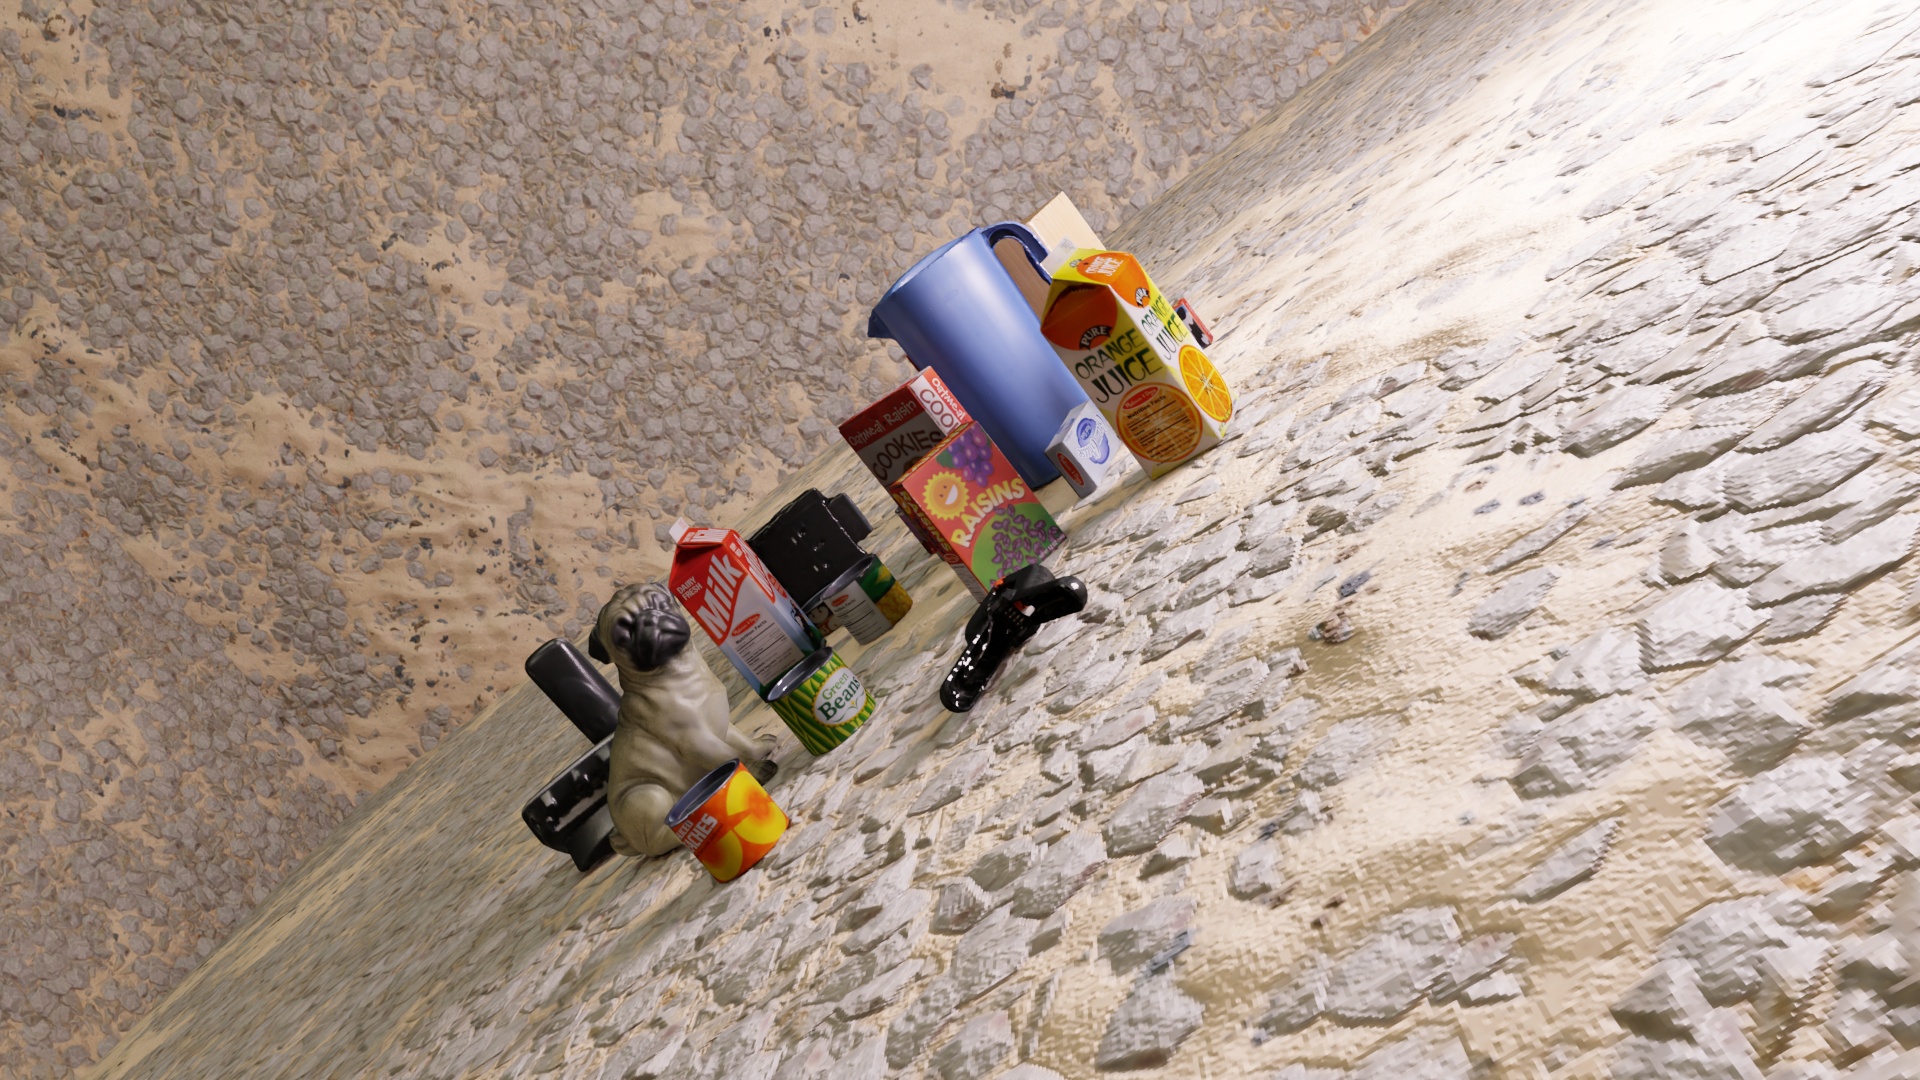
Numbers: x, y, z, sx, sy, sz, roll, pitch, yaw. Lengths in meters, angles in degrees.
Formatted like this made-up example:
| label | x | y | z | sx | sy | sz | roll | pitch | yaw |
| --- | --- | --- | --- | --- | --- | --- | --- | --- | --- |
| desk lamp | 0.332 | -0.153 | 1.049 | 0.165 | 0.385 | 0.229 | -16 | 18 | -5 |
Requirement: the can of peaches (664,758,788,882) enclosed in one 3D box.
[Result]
| label | x | y | z | sx | sy | sz | roll | pitch | yaw |
| --- | --- | --- | --- | --- | --- | --- | --- | --- | --- |
| can of peaches | -0.164 | 0.197 | 0.969 | 0.071 | 0.058 | 0.071 | -37 | 11 | 8 |

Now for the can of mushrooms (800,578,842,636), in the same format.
| label | x | y | z | sx | sy | sz | roll | pitch | yaw |
| --- | --- | --- | --- | --- | --- | --- | --- | --- | --- |
| can of mushrooms | -0.138 | 0.072 | 1.456 | 0.071 | 0.033 | 0.071 | -37 | 11 | 8 |

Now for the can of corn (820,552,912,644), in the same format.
| label | x | y | z | sx | sy | sz | roll | pitch | yaw |
| --- | --- | --- | --- | --- | --- | --- | --- | --- | --- |
| can of corn | -0.086 | 0.054 | 1.298 | 0.071 | 0.058 | 0.071 | -37 | 11 | 8 |

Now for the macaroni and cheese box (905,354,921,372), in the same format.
| label | x | y | z | sx | sy | sz | roll | pitch | yaw |
| --- | --- | --- | --- | --- | --- | --- | --- | --- | --- |
| macaroni and cheese box | 0.033 | -0.172 | 1.543 | 0.123 | 0.166 | 0.040 | -26 | 17 | 49 |

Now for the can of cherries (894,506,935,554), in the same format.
| label | x | y | z | sx | sy | sz | roll | pitch | yaw |
| --- | --- | --- | --- | --- | --- | --- | --- | --- | --- |
| can of cherries | -0.024 | -0.028 | 1.428 | 0.071 | 0.058 | 0.071 | -37 | 11 | 8 |

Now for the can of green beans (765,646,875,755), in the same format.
| label | x | y | z | sx | sy | sz | roll | pitch | yaw |
| --- | --- | --- | --- | --- | --- | --- | --- | --- | --- |
| can of green beans | -0.108 | 0.125 | 1.083 | 0.071 | 0.057 | 0.071 | -37 | 11 | 8 |

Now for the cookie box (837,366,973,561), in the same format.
| label | x | y | z | sx | sy | sz | roll | pitch | yaw |
| --- | --- | --- | --- | --- | --- | --- | --- | --- | --- |
| cookie box | -0.023 | -0.069 | 1.307 | 0.122 | 0.167 | 0.040 | -25 | 17 | 50 |

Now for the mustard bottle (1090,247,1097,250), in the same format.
| label | x | y | z | sx | sy | sz | roll | pitch | yaw |
| --- | --- | --- | --- | --- | --- | --- | --- | --- | --- |
| mustard bottle | 0.161 | -0.195 | 1.251 | 0.049 | 0.160 | 0.065 | -40 | 11 | -10 |

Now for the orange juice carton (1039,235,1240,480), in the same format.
| label | x | y | z | sx | sy | sz | roll | pitch | yaw |
| --- | --- | --- | --- | --- | --- | --- | --- | --- | --- |
| orange juice carton | 0.130 | -0.151 | 1.086 | 0.072 | 0.192 | 0.072 | -31 | 13 | 35 |

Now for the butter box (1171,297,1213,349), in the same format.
| label | x | y | z | sx | sy | sz | roll | pitch | yaw |
| --- | --- | --- | --- | --- | --- | --- | --- | --- | --- |
| butter box | 0.199 | -0.194 | 1.406 | 0.103 | 0.053 | 0.024 | -34 | 12 | 22 |

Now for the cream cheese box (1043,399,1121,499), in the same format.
| label | x | y | z | sx | sy | sz | roll | pitch | yaw |
| --- | --- | --- | --- | --- | --- | --- | --- | --- | --- |
| cream cheese box | 0.110 | -0.082 | 1.236 | 0.024 | 0.053 | 0.104 | -32 | 13 | 30 |

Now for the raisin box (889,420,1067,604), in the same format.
| label | x | y | z | sx | sy | sz | roll | pitch | yaw |
| --- | --- | --- | --- | --- | --- | --- | --- | --- | --- |
| raisin box | 0.014 | -0.023 | 1.118 | 0.086 | 0.123 | 0.040 | -42 | 11 | -17 |

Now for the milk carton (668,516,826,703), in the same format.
| label | x | y | z | sx | sy | sz | roll | pitch | yaw |
| --- | --- | --- | --- | --- | --- | --- | --- | --- | --- |
| milk carton | -0.219 | 0.058 | 1.360 | 0.073 | 0.190 | 0.072 | -37 | 11 | 6 |
